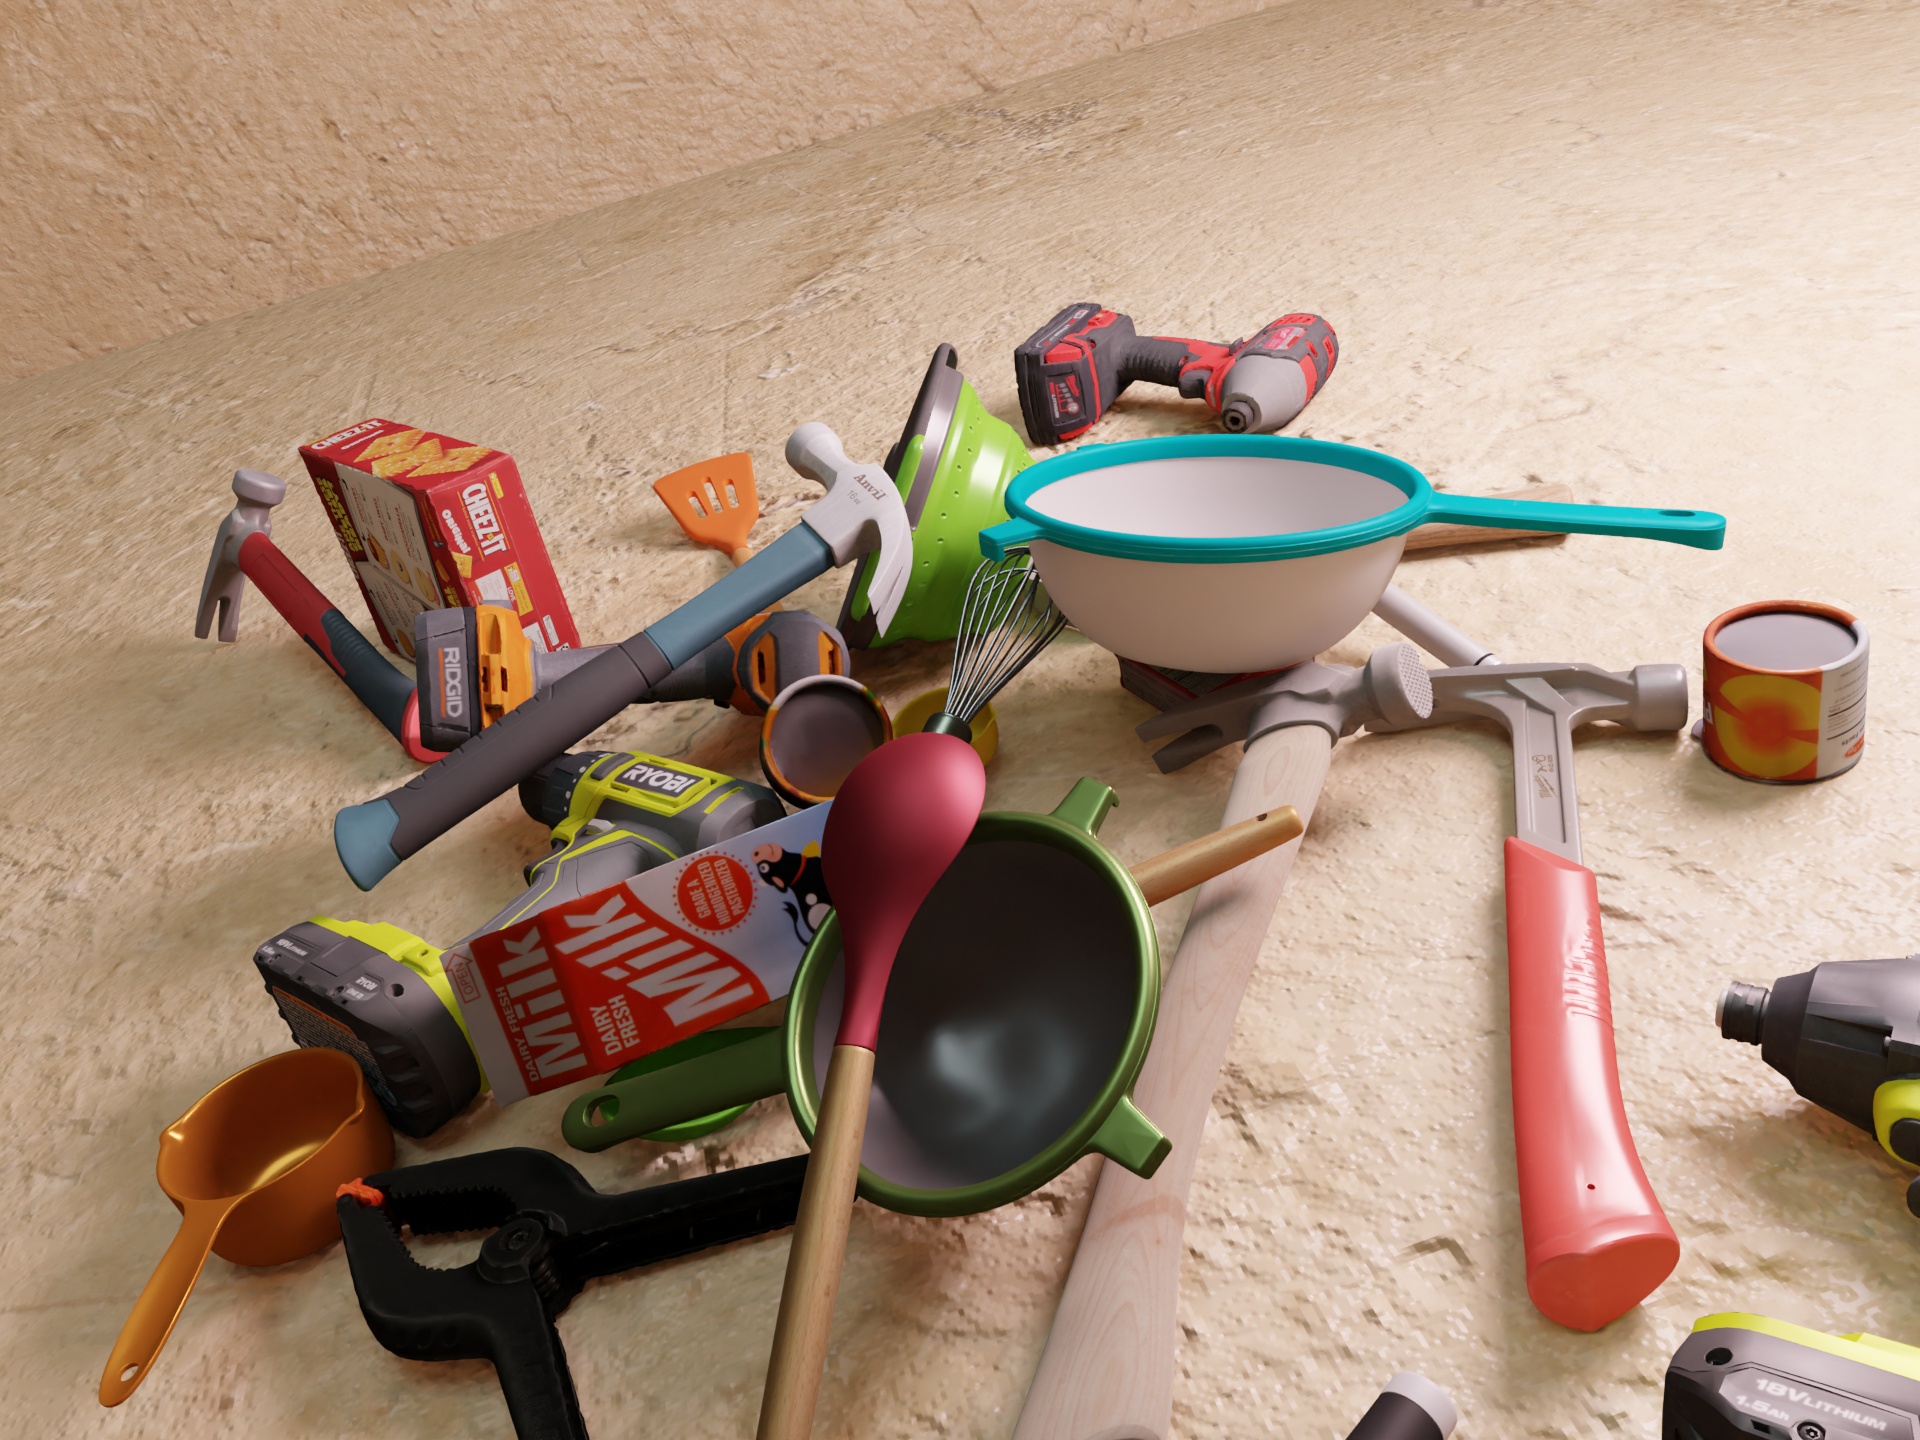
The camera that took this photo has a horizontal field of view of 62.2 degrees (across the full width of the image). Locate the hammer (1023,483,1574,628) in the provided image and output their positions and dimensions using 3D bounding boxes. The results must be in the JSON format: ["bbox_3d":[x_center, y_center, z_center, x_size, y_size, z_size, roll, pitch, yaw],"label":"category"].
[{"bbox_3d":[0.197,-0.107,0.966,0.331,0.031,0.130,-5,31,16],"label":"hammer"}]

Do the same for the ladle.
[{"bbox_3d":[-0.041,0.138,0.542,0.069,0.031,0.316,-9,58,31],"label":"ladle"}]

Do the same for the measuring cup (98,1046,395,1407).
[{"bbox_3d":[-0.290,0.212,0.644,0.095,0.052,0.174,-9,33,10],"label":"measuring cup"}]

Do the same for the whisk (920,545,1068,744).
[{"bbox_3d":[-0.001,-0.003,0.818,0.058,0.059,0.246,25,58,5],"label":"whisk"}]

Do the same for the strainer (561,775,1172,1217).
[{"bbox_3d":[-0.032,0.131,0.605,0.256,0.069,0.152,-21,51,21],"label":"strainer"}]

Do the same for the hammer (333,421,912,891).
[{"bbox_3d":[-0.164,-0.027,0.795,0.331,0.033,0.128,-36,57,-15],"label":"hammer"}]

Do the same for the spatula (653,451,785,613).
[{"bbox_3d":[-0.154,-0.116,1.135,0.081,0.041,0.323,-20,31,-9],"label":"spatula"}]

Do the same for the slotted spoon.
[{"bbox_3d":[-0.004,0.105,0.658,0.314,0.031,0.070,-25,21,6],"label":"slotted spoon"}]

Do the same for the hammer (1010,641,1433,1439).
[{"bbox_3d":[0.088,0.112,0.632,0.146,0.038,0.411,-17,28,35],"label":"hammer"}]

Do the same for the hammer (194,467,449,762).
[{"bbox_3d":[-0.461,-0.053,1.140,0.038,0.143,0.387,8,19,-46],"label":"hammer"}]

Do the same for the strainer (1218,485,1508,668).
[{"bbox_3d":[0.214,-0.083,0.874,0.087,0.050,0.259,-20,43,-26],"label":"strainer"}]

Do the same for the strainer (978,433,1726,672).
[{"bbox_3d":[0.189,-0.072,0.793,0.340,0.095,0.211,6,24,18],"label":"strainer"}]

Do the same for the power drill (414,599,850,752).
[{"bbox_3d":[-0.190,-0.028,0.911,0.226,0.084,0.164,-3,3,-17],"label":"power drill"}]

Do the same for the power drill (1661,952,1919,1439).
[{"bbox_3d":[0.288,0.153,0.452,0.171,0.080,0.223,10,35,35],"label":"power drill"}]

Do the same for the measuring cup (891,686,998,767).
[{"bbox_3d":[-0.012,0.044,0.828,0.062,0.029,0.157,-6,43,14],"label":"measuring cup"}]

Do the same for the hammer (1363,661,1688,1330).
[{"bbox_3d":[0.227,0.080,0.637,0.149,0.036,0.359,-4,32,20],"label":"hammer"}]

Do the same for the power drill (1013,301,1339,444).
[{"bbox_3d":[0.158,-0.257,1.194,0.220,0.078,0.143,9,38,31],"label":"power drill"}]

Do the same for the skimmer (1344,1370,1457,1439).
[{"bbox_3d":[0.027,0.274,0.355,0.127,0.090,0.363,41,53,19],"label":"skimmer"}]

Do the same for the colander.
[{"bbox_3d":[-0.008,-0.138,1.050,0.094,0.204,0.397,19,13,-7],"label":"colander"}]

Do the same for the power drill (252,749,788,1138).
[{"bbox_3d":[-0.221,0.089,0.792,0.191,0.080,0.228,11,37,41],"label":"power drill"}]
